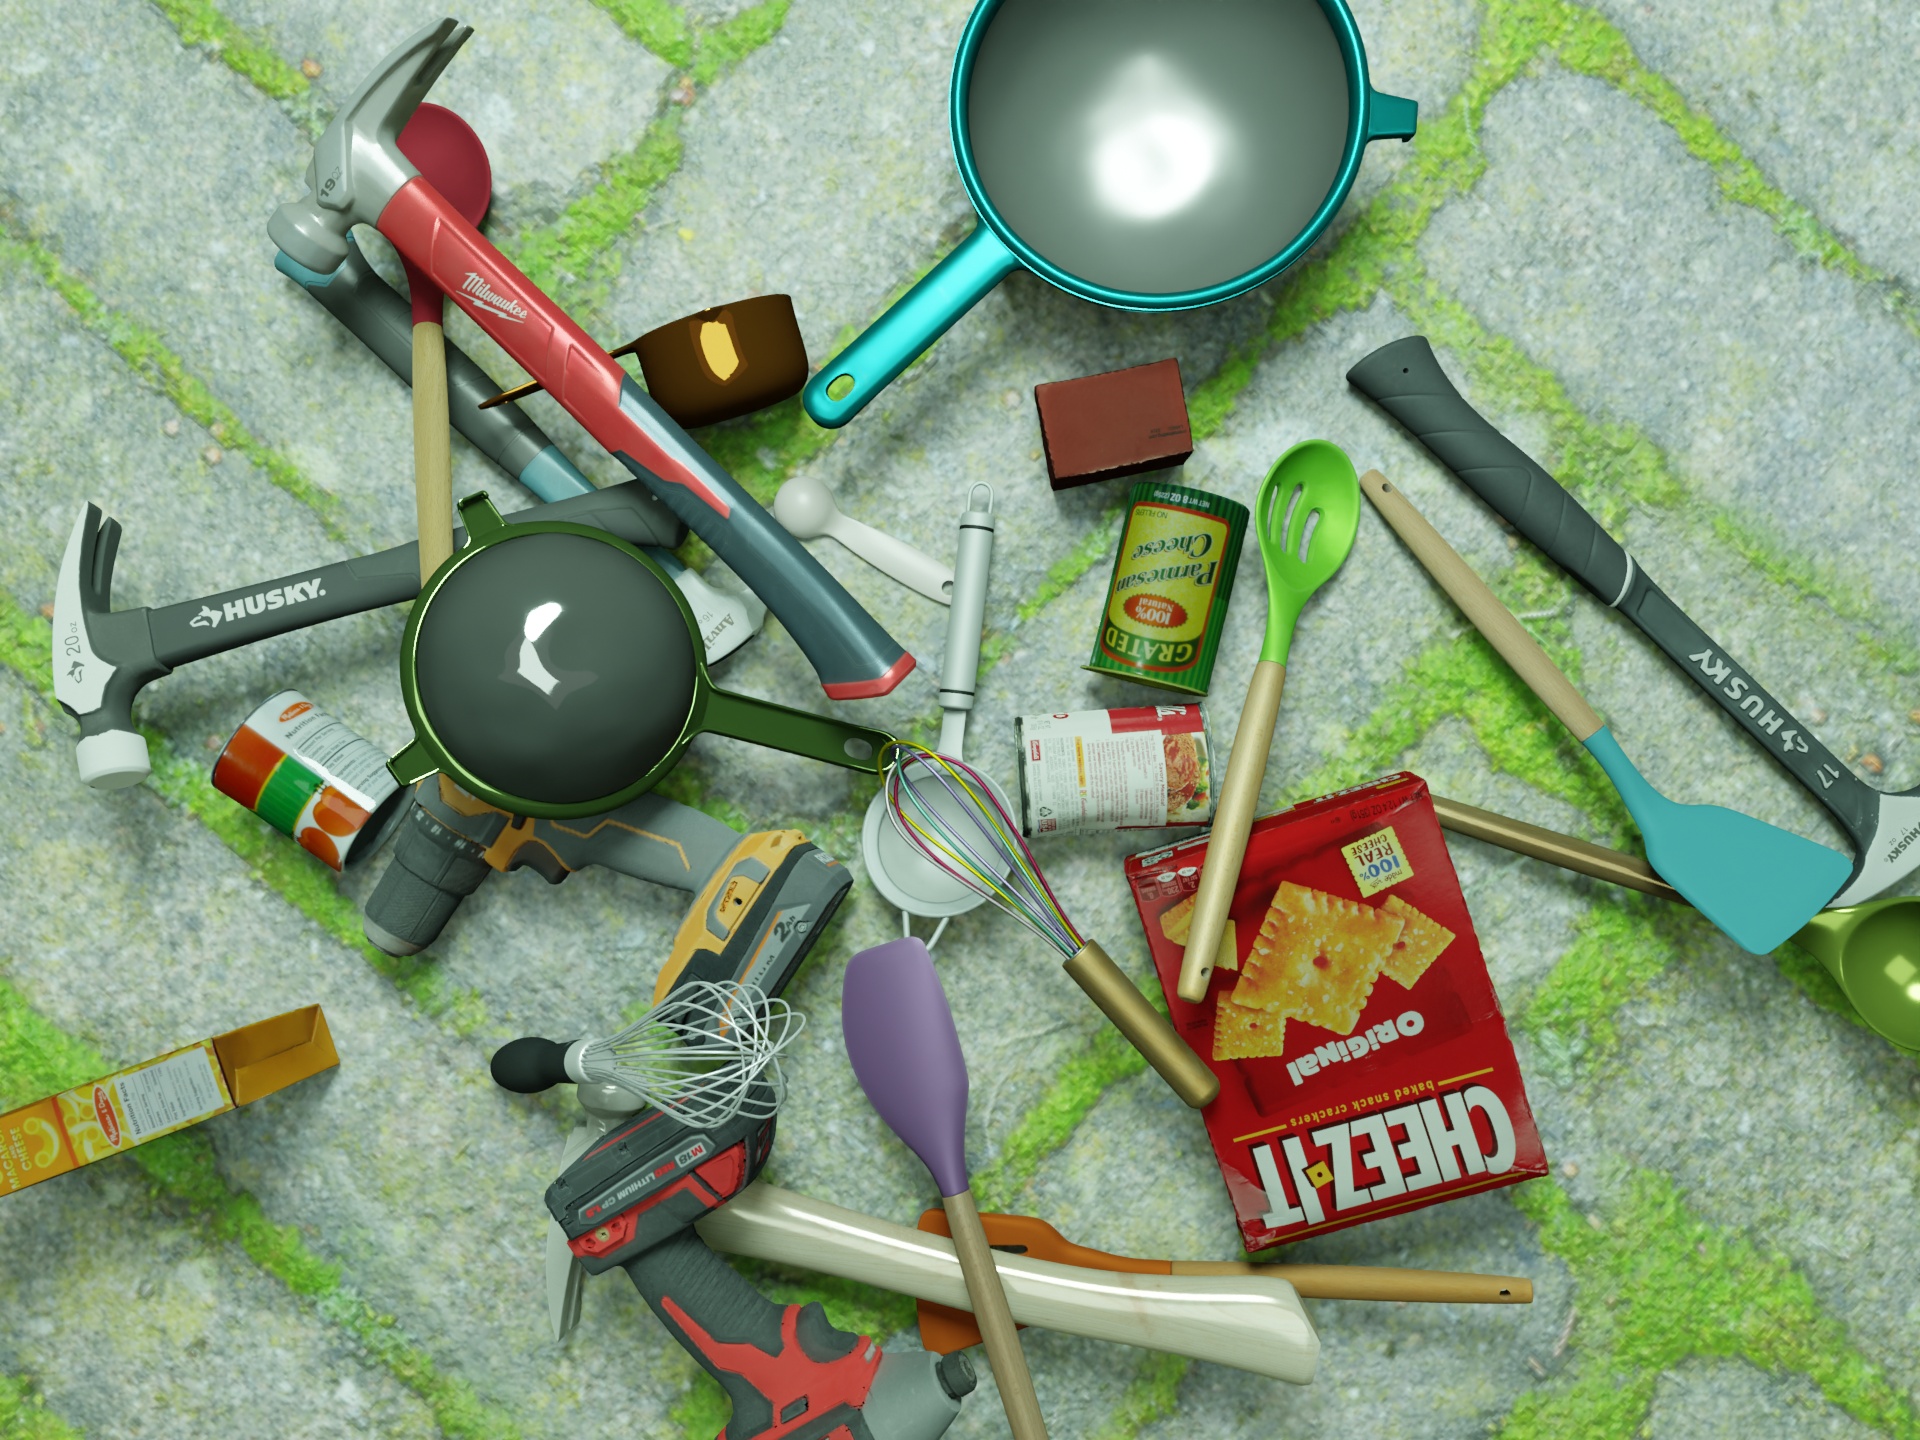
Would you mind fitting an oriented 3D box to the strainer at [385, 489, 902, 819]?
[{"bbox_3d":[-0.141,-0.016,0.782,0.256,0.069,0.151,16,76,-18],"label":"strainer"}]

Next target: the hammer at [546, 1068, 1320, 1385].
[{"bbox_3d":[-0.020,0.298,0.844,0.410,0.038,0.146,11,92,8],"label":"hammer"}]

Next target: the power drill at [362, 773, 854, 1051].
[{"bbox_3d":[-0.195,0.089,0.851,0.226,0.084,0.185,34,91,5],"label":"power drill"}]

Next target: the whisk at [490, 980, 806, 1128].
[{"bbox_3d":[-0.165,0.166,0.779,0.070,0.284,0.070,11,73,-37],"label":"whisk"}]

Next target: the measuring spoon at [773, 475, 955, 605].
[{"bbox_3d":[-0.047,-0.097,0.877,0.124,0.018,0.034,29,90,0],"label":"measuring spoon"}]

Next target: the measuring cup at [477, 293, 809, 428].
[{"bbox_3d":[-0.163,-0.173,0.840,0.173,0.095,0.052,-21,99,-4],"label":"measuring cup"}]

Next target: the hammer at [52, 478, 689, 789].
[{"bbox_3d":[-0.301,-0.079,0.828,0.334,0.035,0.146,-16,76,-4],"label":"hammer"}]

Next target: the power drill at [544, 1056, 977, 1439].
[{"bbox_3d":[-0.097,0.291,0.801,0.143,0.078,0.219,-31,90,8],"label":"power drill"}]

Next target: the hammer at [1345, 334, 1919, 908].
[{"bbox_3d":[0.368,-0.059,0.866,0.409,0.036,0.149,43,92,1],"label":"hammer"}]

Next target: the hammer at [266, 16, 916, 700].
[{"bbox_3d":[-0.159,-0.163,0.788,0.386,0.038,0.143,44,105,-3],"label":"hammer"}]

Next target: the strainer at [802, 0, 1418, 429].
[{"bbox_3d":[0.054,-0.266,0.840,0.340,0.095,0.211,-42,87,3],"label":"strainer"}]

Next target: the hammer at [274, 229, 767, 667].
[{"bbox_3d":[-0.241,-0.152,0.873,0.331,0.033,0.128,43,89,1],"label":"hammer"}]

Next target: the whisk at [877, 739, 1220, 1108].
[{"bbox_3d":[0.044,0.103,0.816,0.047,0.051,0.245,-43,88,18],"label":"whisk"}]

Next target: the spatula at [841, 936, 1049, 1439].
[{"bbox_3d":[0.003,0.267,0.812,0.060,0.018,0.316,-20,81,9],"label":"spatula"}]

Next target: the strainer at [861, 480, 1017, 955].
[{"bbox_3d":[-0.001,-0.003,0.864,0.087,0.050,0.258,6,87,15],"label":"strainer"}]

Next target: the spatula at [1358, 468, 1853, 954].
[{"bbox_3d":[0.322,-0.018,0.837,0.082,0.044,0.318,-34,78,-19],"label":"spatula"}]

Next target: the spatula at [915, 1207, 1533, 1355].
[{"bbox_3d":[0.137,0.301,0.849,0.322,0.041,0.081,-2,90,12],"label":"spatula"}]

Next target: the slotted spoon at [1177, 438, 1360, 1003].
[{"bbox_3d":[0.154,-0.006,0.823,0.070,0.031,0.314,27,68,-26],"label":"slotted spoon"}]

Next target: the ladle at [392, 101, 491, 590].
[{"bbox_3d":[-0.276,-0.182,0.830,0.069,0.031,0.316,-3,72,-14],"label":"ladle"}]

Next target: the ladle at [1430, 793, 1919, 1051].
[{"bbox_3d":[0.375,0.090,0.833,0.320,0.062,0.078,18,105,12],"label":"ladle"}]
